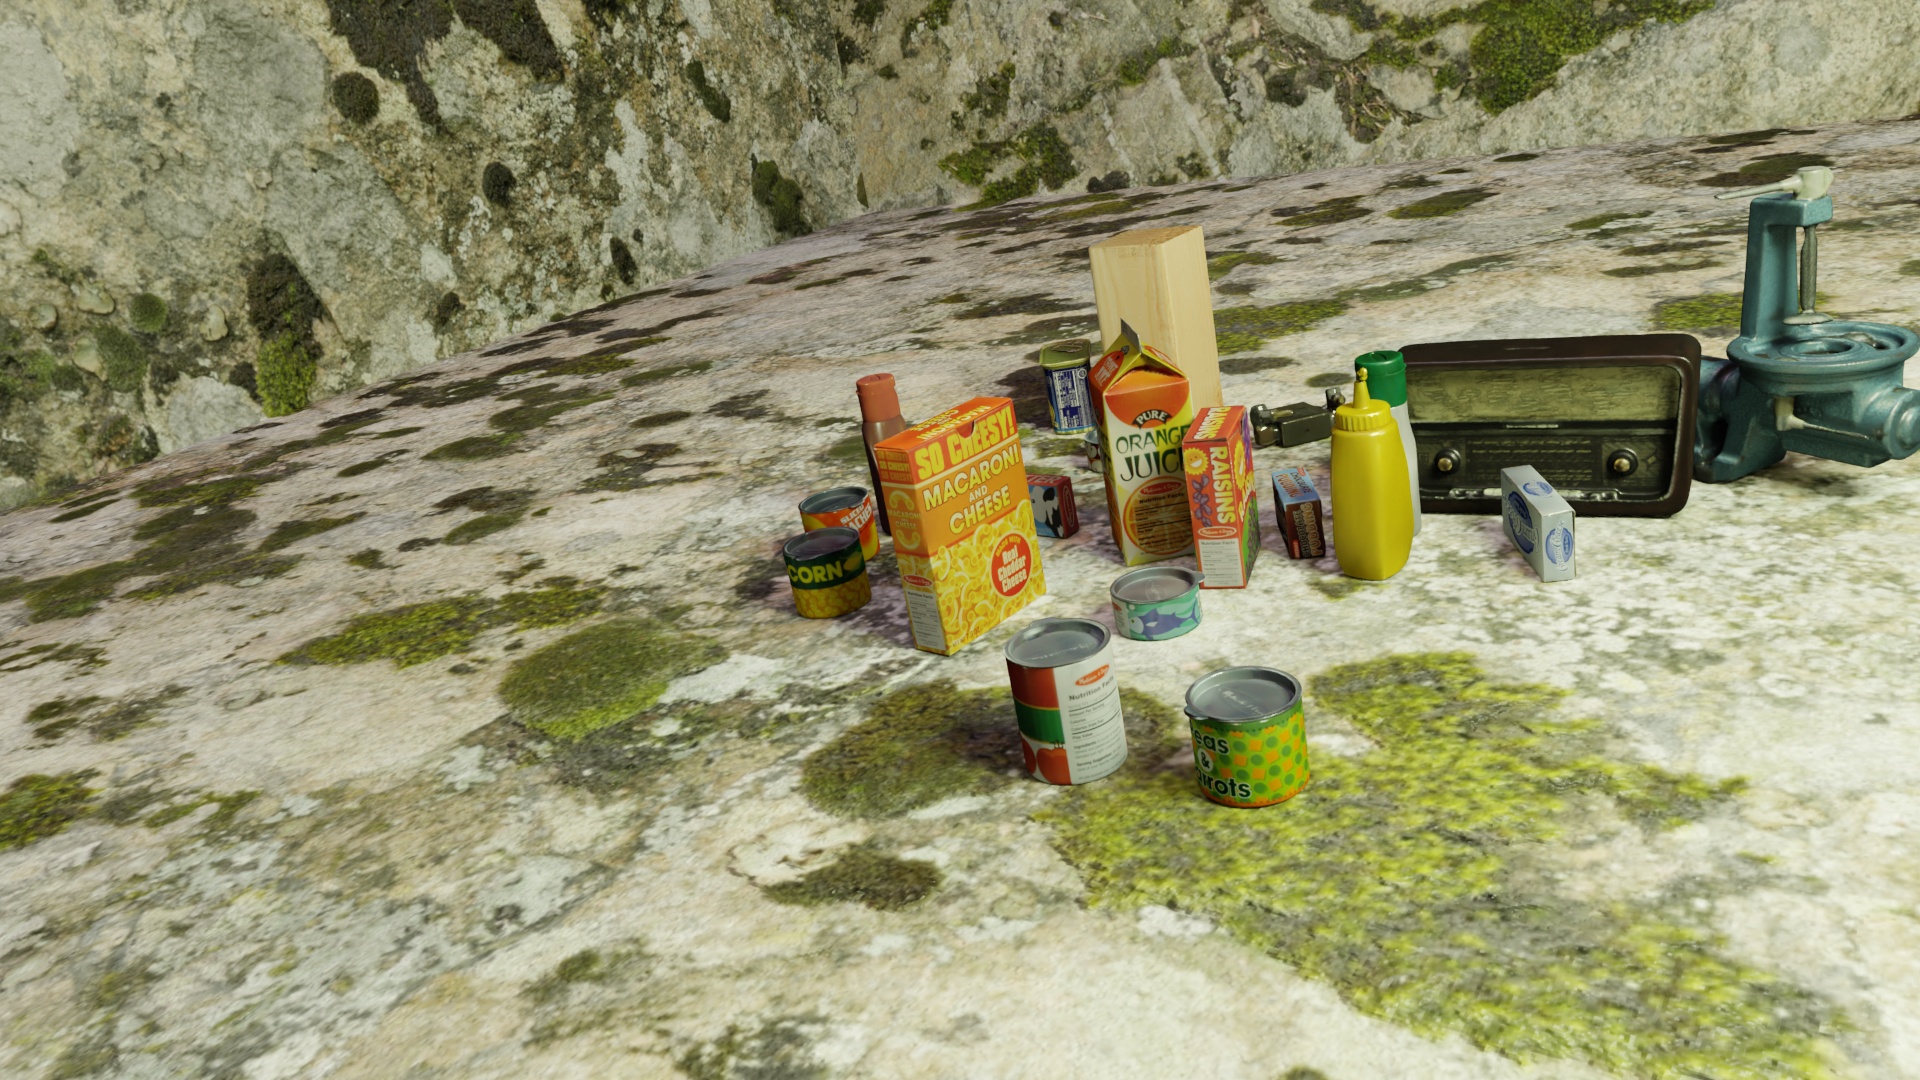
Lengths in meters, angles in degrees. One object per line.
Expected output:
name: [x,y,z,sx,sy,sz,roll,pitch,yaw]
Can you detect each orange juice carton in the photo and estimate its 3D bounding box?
orange juice carton: [0.152,-0.084,1.143,0.073,0.192,0.072,-11,20,0]

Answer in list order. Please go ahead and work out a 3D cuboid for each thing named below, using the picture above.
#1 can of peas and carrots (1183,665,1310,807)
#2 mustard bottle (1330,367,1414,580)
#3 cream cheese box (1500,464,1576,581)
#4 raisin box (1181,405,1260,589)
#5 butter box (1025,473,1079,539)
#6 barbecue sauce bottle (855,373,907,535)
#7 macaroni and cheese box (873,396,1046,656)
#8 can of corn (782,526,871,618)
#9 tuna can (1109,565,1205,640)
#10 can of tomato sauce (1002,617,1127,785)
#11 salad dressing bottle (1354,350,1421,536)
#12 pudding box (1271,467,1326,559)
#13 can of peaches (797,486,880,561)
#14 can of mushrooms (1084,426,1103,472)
can of peas and carrots: [0.165,0.114,0.804,0.071,0.058,0.071,-10,20,4]
mustard bottle: [0.302,-0.052,1.030,0.049,0.159,0.065,7,26,40]
cream cheese box: [0.423,-0.014,1.019,0.024,0.053,0.104,-8,20,8]
raisin box: [0.205,-0.035,1.085,0.040,0.123,0.086,-2,22,22]
butter box: [0.056,-0.034,1.259,0.103,0.053,0.024,7,27,40]
barbecue sauce bottle: [-0.067,-0.083,1.314,0.044,0.148,0.065,-13,20,-5]
macaroni and cheese box: [0.004,-0.013,1.068,0.040,0.165,0.124,7,27,41]
can of corn: [-0.113,0.028,1.173,0.071,0.058,0.071,-10,20,4]
tuna can: [0.148,0.046,1.030,0.071,0.032,0.071,-9,20,4]
can of tomato sauce: [0.065,0.098,0.860,0.071,0.082,0.071,-10,20,4]
salad dressing bottle: [0.333,-0.074,1.089,0.044,0.147,0.064,-10,20,4]
pudding box: [0.274,-0.023,1.125,0.030,0.049,0.084,-8,20,8]
can of peaches: [-0.109,-0.011,1.276,0.071,0.058,0.071,-10,20,4]
can of mushrooms: [0.158,-0.094,1.395,0.071,0.033,0.071,-9,20,4]
